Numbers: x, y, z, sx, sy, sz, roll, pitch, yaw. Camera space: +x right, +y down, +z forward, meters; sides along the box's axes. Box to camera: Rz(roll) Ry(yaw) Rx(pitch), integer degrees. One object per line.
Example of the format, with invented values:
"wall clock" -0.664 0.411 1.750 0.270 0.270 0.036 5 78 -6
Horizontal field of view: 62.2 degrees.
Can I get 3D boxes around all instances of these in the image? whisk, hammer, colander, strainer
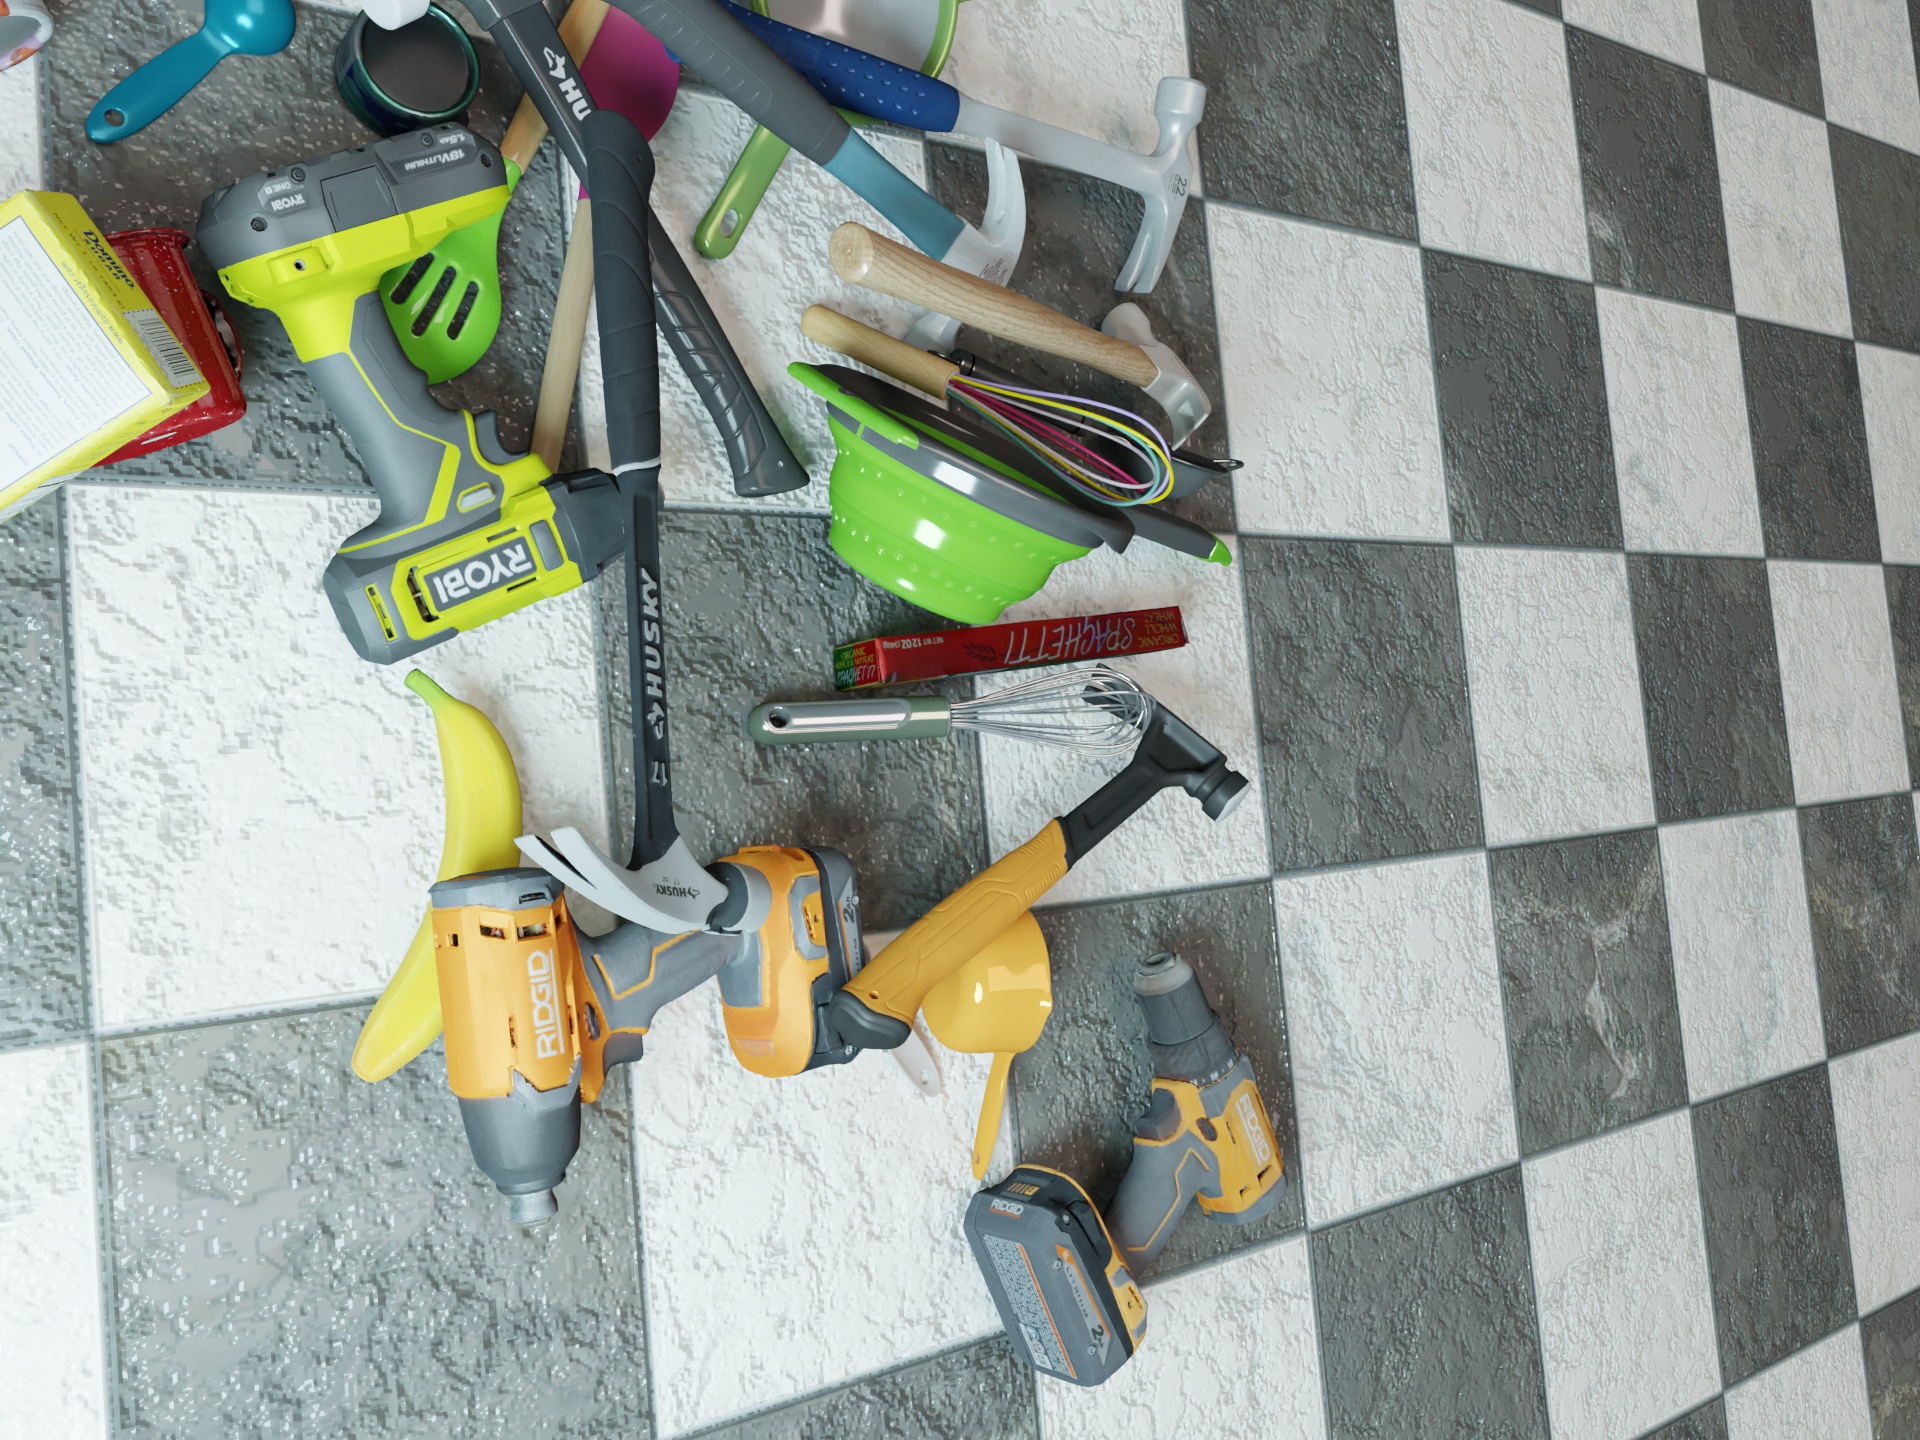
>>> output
"whisk" 0.012 -0.184 0.925 0.245 0.047 0.051 27 83 14
"hammer" 0.038 0.078 0.921 0.127 0.034 0.337 40 45 15
"colander" 0.042 -0.110 0.981 0.396 0.205 0.094 10 113 -50
"strainer" -0.102 -0.387 0.943 0.151 0.069 0.256 32 84 -43
"hammer" -0.157 -0.105 0.754 0.149 0.036 0.409 23 58 -62
"hammer" 0.047 -0.234 0.949 0.331 0.031 0.130 4 45 -51
"hammer" -0.080 -0.322 0.871 0.330 0.033 0.128 26 105 -47
"hammer" -0.171 -0.267 0.857 0.146 0.035 0.334 -46 119 -35
"whisk" -0.001 -0.003 0.929 0.246 0.059 0.058 -3 69 -15
"strainer" 0.082 -0.191 1.036 0.258 0.087 0.050 18 104 -33
"hammer" 0.002 -0.363 0.970 0.405 0.035 0.144 -1 105 -42

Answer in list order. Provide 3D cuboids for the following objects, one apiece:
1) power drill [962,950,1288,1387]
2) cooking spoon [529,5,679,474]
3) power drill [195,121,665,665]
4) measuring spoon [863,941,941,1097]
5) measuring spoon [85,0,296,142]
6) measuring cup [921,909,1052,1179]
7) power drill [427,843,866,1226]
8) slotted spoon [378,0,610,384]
"power drill" 0.105 0.268 0.984 0.226 0.084 0.185 -32 107 -38
"cooking spoon" -0.206 -0.258 0.868 0.068 0.017 0.319 12 77 -21
"power drill" -0.248 -0.159 0.766 0.171 0.080 0.223 -28 113 -28
"measuring spoon" -0.047 0.176 0.933 0.034 0.018 0.124 -46 117 -31
"measuring spoon" -0.366 -0.318 0.758 0.042 0.021 0.129 45 60 -22
"measuring cup" 0.004 0.191 0.935 0.052 0.095 0.173 4 101 -26
"power drill" -0.151 0.147 0.796 0.226 0.084 0.164 -4 86 -47
"slotted spoon" -0.231 -0.316 0.844 0.070 0.031 0.314 30 69 -28
